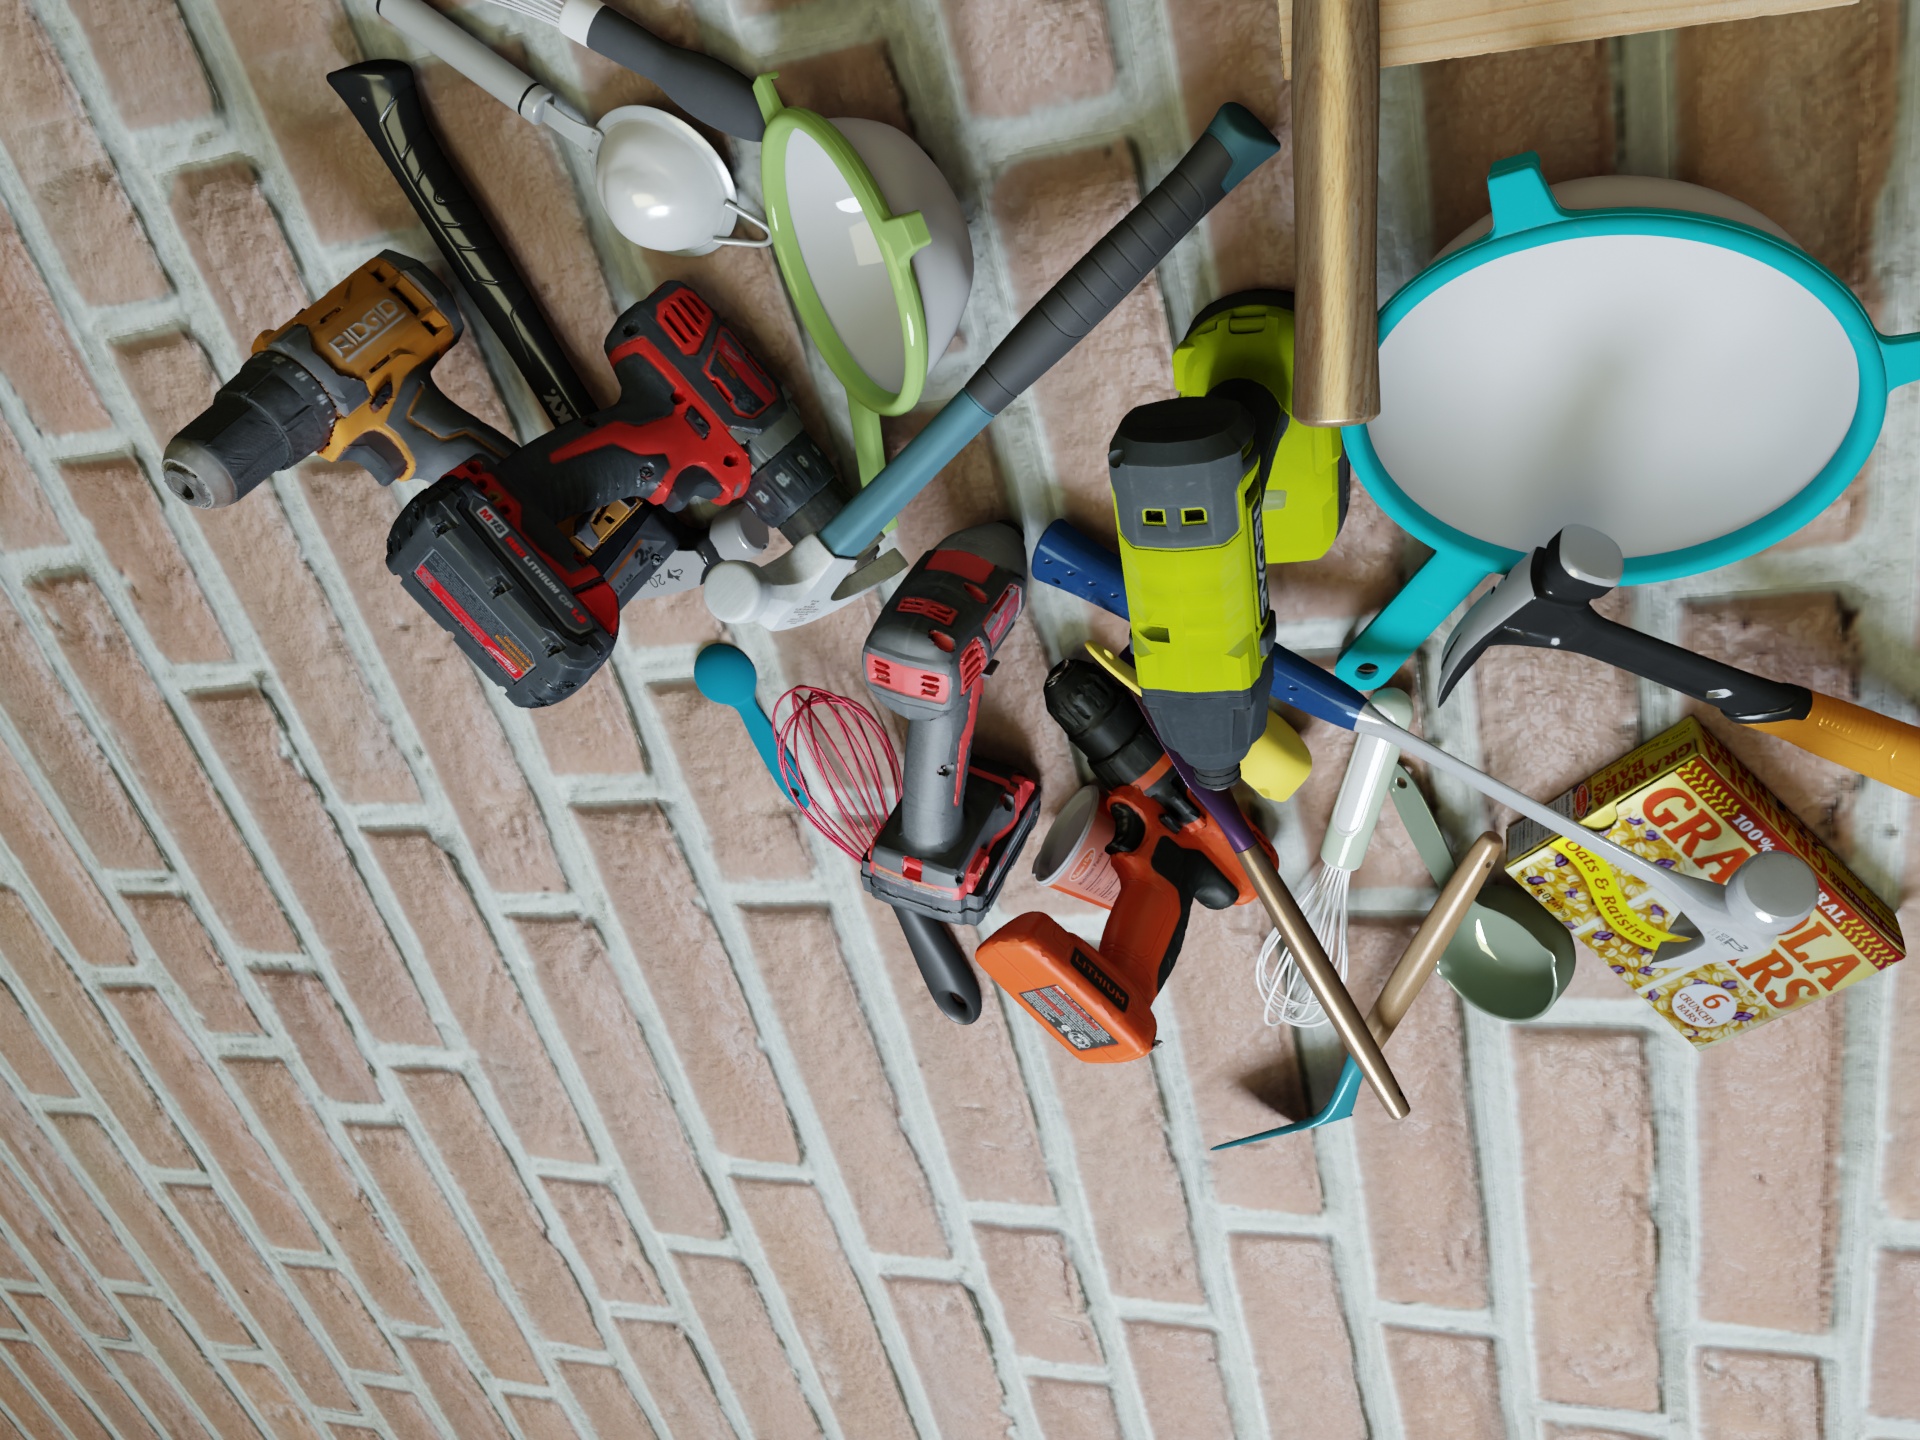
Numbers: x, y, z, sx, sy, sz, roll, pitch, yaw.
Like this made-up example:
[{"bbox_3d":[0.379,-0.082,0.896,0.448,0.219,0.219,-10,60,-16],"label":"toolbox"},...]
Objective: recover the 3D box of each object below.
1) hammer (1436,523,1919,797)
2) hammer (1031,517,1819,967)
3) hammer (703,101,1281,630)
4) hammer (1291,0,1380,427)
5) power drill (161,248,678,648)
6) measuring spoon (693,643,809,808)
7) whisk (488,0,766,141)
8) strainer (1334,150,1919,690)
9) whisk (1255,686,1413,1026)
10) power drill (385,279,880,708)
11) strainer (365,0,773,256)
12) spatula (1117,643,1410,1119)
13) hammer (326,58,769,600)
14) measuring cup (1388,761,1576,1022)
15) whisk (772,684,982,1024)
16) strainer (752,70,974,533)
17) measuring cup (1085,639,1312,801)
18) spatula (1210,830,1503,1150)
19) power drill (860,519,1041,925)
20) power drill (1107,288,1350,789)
[{"bbox_3d":[0.402,0.004,0.763,0.337,0.034,0.127,19,151,-6],"label":"hammer"},{"bbox_3d":[0.214,0.006,0.813,0.406,0.035,0.144,31,167,19],"label":"hammer"},{"bbox_3d":[0.019,-0.162,0.756,0.331,0.128,0.033,-43,80,15],"label":"hammer"},{"bbox_3d":[0.141,-0.274,0.588,0.130,0.031,0.331,3,114,21],"label":"hammer"},{"bbox_3d":[-0.285,-0.120,0.848,0.226,0.185,0.084,46,140,-16],"label":"power drill"},{"bbox_3d":[-0.133,0.010,1.023,0.042,0.021,0.128,-15,115,30],"label":"measuring spoon"},{"bbox_3d":[-0.214,-0.363,0.783,0.284,0.070,0.070,28,129,-5],"label":"whisk"},{"bbox_3d":[0.262,-0.129,0.741,0.211,0.095,0.340,20,149,-4],"label":"strainer"},{"bbox_3d":[0.218,0.086,0.923,0.058,0.059,0.246,34,131,33],"label":"whisk"},{"bbox_3d":[-0.158,-0.104,0.829,0.187,0.227,0.080,49,145,-12],"label":"power drill"},{"bbox_3d":[-0.215,-0.313,0.825,0.258,0.050,0.086,35,143,0],"label":"strainer"},{"bbox_3d":[0.175,0.092,0.901,0.018,0.060,0.316,-27,97,32],"label":"spatula"},{"bbox_3d":[-0.250,-0.215,0.908,0.146,0.035,0.334,-17,115,29],"label":"hammer"},{"bbox_3d":[0.291,0.091,0.906,0.083,0.038,0.167,-25,93,55],"label":"measuring cup"},{"bbox_3d":[-0.045,0.095,1.029,0.073,0.073,0.295,-7,126,26],"label":"whisk"},{"bbox_3d":[-0.031,-0.198,0.813,0.152,0.069,0.256,52,161,32],"label":"strainer"},{"bbox_3d":[0.133,-0.009,0.865,0.156,0.062,0.029,33,115,-25],"label":"measuring cup"},{"bbox_3d":[0.242,0.175,0.950,0.082,0.044,0.317,-5,133,-26],"label":"spatula"},{"bbox_3d":[-0.001,-0.003,0.897,0.078,0.143,0.219,16,134,16],"label":"power drill"},{"bbox_3d":[0.124,-0.090,0.724,0.080,0.223,0.171,2,123,21],"label":"power drill"}]
